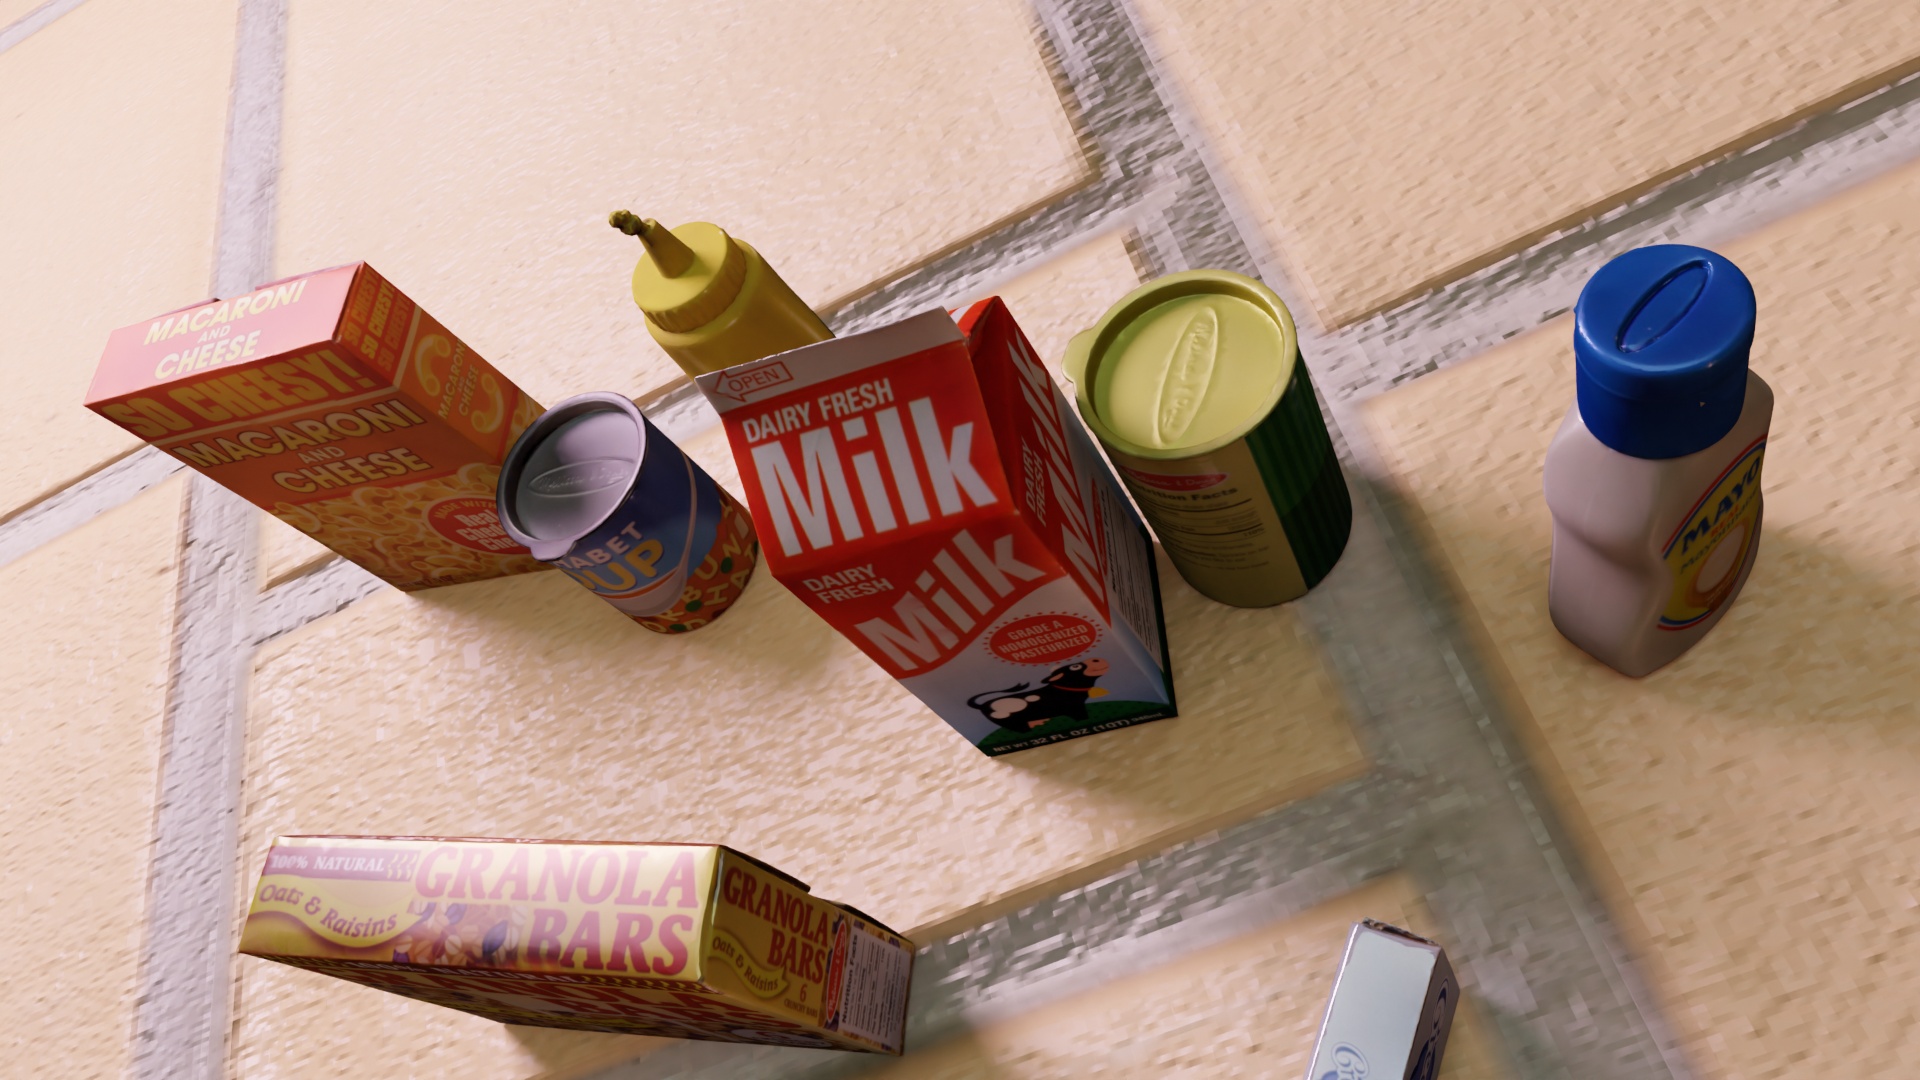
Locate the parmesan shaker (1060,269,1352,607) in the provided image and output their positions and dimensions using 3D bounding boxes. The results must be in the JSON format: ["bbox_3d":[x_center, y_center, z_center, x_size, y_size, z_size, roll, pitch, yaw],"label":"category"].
[{"bbox_3d":[0.082,-0.030,0.444,0.071,0.102,0.071,-11,59,20],"label":"parmesan shaker"}]

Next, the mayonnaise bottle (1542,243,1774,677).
[{"bbox_3d":[0.182,-0.018,0.362,0.065,0.147,0.041,-46,54,-4],"label":"mayonnaise bottle"}]

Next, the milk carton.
[{"bbox_3d":[0.001,-0.005,0.414,0.072,0.190,0.074,-15,58,18],"label":"milk carton"}]

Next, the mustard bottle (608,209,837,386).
[{"bbox_3d":[-0.075,-0.070,0.506,0.065,0.159,0.049,33,80,35],"label":"mustard bottle"}]

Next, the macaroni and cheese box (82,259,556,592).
[{"bbox_3d":[-0.231,-0.037,0.557,0.123,0.166,0.040,-9,60,21],"label":"macaroni and cheese box"}]

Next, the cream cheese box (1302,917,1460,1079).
[{"bbox_3d":[0.103,0.156,0.360,0.024,0.053,0.104,12,69,30],"label":"cream cheese box"}]

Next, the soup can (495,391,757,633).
[{"bbox_3d":[-0.128,-0.006,0.542,0.071,0.083,0.071,-11,59,20],"label":"soup can"}]

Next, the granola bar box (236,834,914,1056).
[{"bbox_3d":[-0.115,0.127,0.435,0.165,0.124,0.039,-4,61,23],"label":"granola bar box"}]
